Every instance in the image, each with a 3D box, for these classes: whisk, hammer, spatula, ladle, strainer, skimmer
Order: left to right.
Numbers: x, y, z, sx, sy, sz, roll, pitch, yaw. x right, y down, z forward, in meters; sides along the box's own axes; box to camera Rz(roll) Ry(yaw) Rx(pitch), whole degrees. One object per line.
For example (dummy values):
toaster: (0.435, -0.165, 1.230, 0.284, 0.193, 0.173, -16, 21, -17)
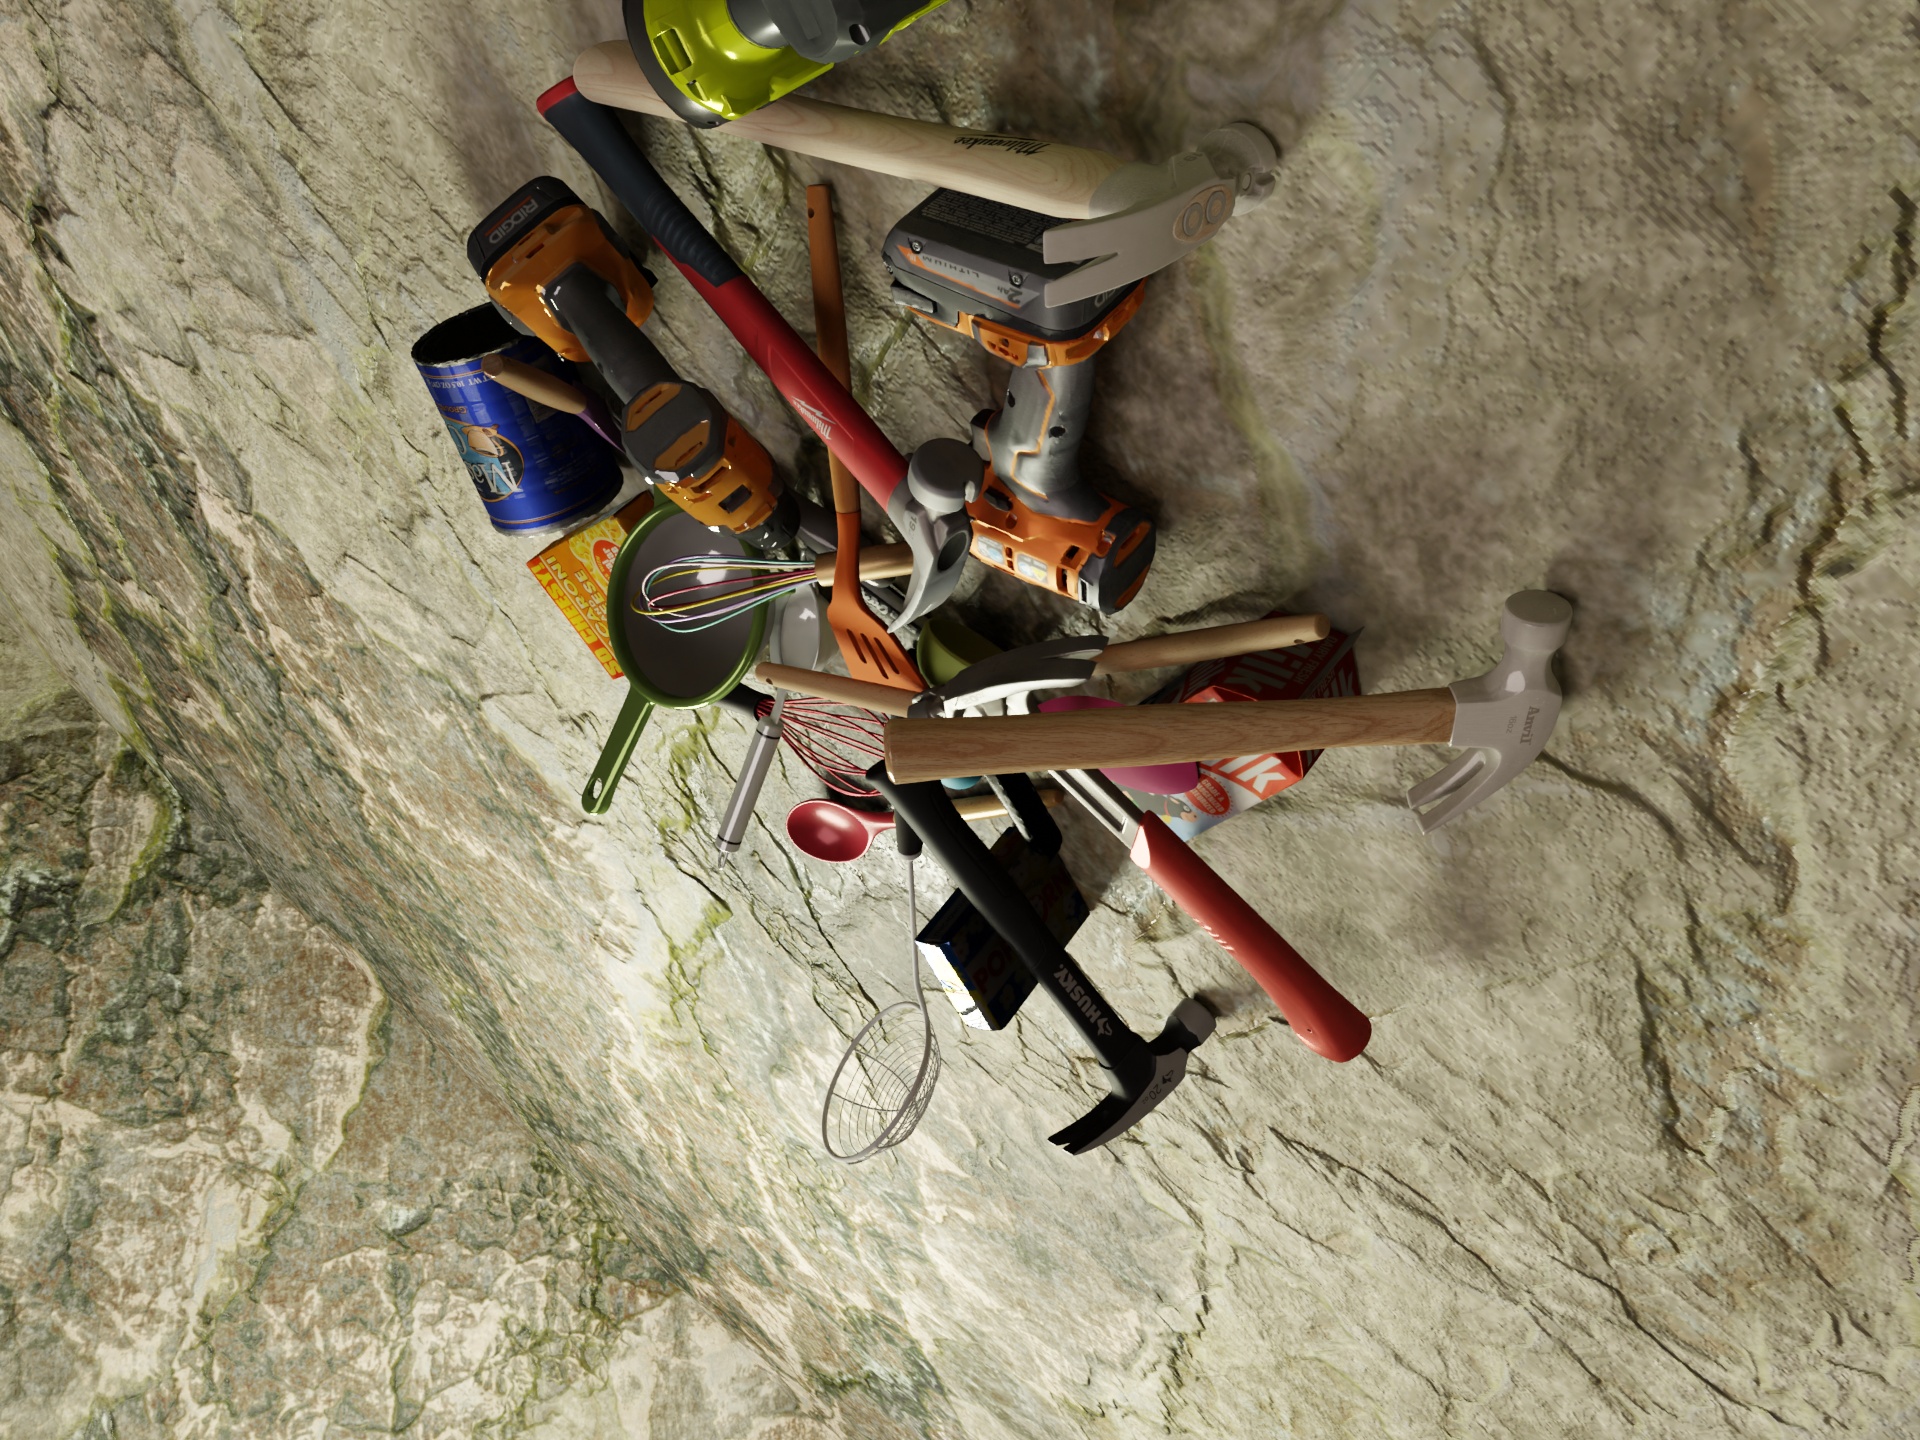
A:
spatula: (-0.247, -0.201, 0.999, 0.060, 0.018, 0.316, 57, -177, -4)
strainer: (-0.204, -0.038, 1.163, 0.152, 0.069, 0.256, 39, 111, 27)
hammer: (-0.124, -0.223, 0.905, 0.386, 0.038, 0.143, 51, 153, 17)
whisk: (-0.141, -0.162, 1.065, 0.239, 0.055, 0.055, 36, 146, 6)
strainer: (-0.134, -0.002, 1.153, 0.087, 0.050, 0.258, 48, 121, 51)
whisk: (-0.138, -0.004, 1.224, 0.296, 0.073, 0.073, 21, 140, 40)
whisk: (-0.111, -0.093, 1.040, 0.245, 0.047, 0.051, -6, 97, 23)
hammer: (-0.059, -0.283, 0.776, 0.411, 0.146, 0.038, 26, 137, 34)
spatula: (-0.063, -0.152, 0.949, 0.081, 0.041, 0.322, 19, 122, 42)
skimmer: (-0.063, 0.150, 1.138, 0.127, 0.090, 0.363, -117, 23, -64)
ladle: (-0.032, 0.073, 1.218, 0.315, 0.031, 0.069, -12, 125, 50)
hammer: (0.042, 0.151, 1.083, 0.334, 0.146, 0.035, 53, 160, -22)
ladle: (0.084, -0.046, 0.916, 0.078, 0.062, 0.320, 20, 163, -35)
hammer: (0.133, 0.086, 0.919, 0.358, 0.037, 0.149, 43, 146, -24)
hammer: (0.128, 0.007, 0.792, 0.331, 0.031, 0.130, -4, 129, 1)

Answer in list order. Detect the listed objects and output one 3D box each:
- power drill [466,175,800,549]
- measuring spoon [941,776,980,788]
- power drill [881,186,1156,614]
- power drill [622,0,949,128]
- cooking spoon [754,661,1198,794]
power drill: (-0.186, -0.204, 0.977, 0.226, 0.084, 0.185, 52, -176, 17)
measuring spoon: (-0.032, 0.044, 1.189, 0.042, 0.021, 0.128, 53, 145, -13)
power drill: (0.023, -0.171, 0.849, 0.164, 0.084, 0.226, 26, 146, 26)
power drill: (-0.032, -0.328, 0.668, 0.229, 0.190, 0.080, 17, 140, 57)
cooking spoon: (-0.002, -0.003, 0.964, 0.319, 0.017, 0.068, 13, 138, 33)
